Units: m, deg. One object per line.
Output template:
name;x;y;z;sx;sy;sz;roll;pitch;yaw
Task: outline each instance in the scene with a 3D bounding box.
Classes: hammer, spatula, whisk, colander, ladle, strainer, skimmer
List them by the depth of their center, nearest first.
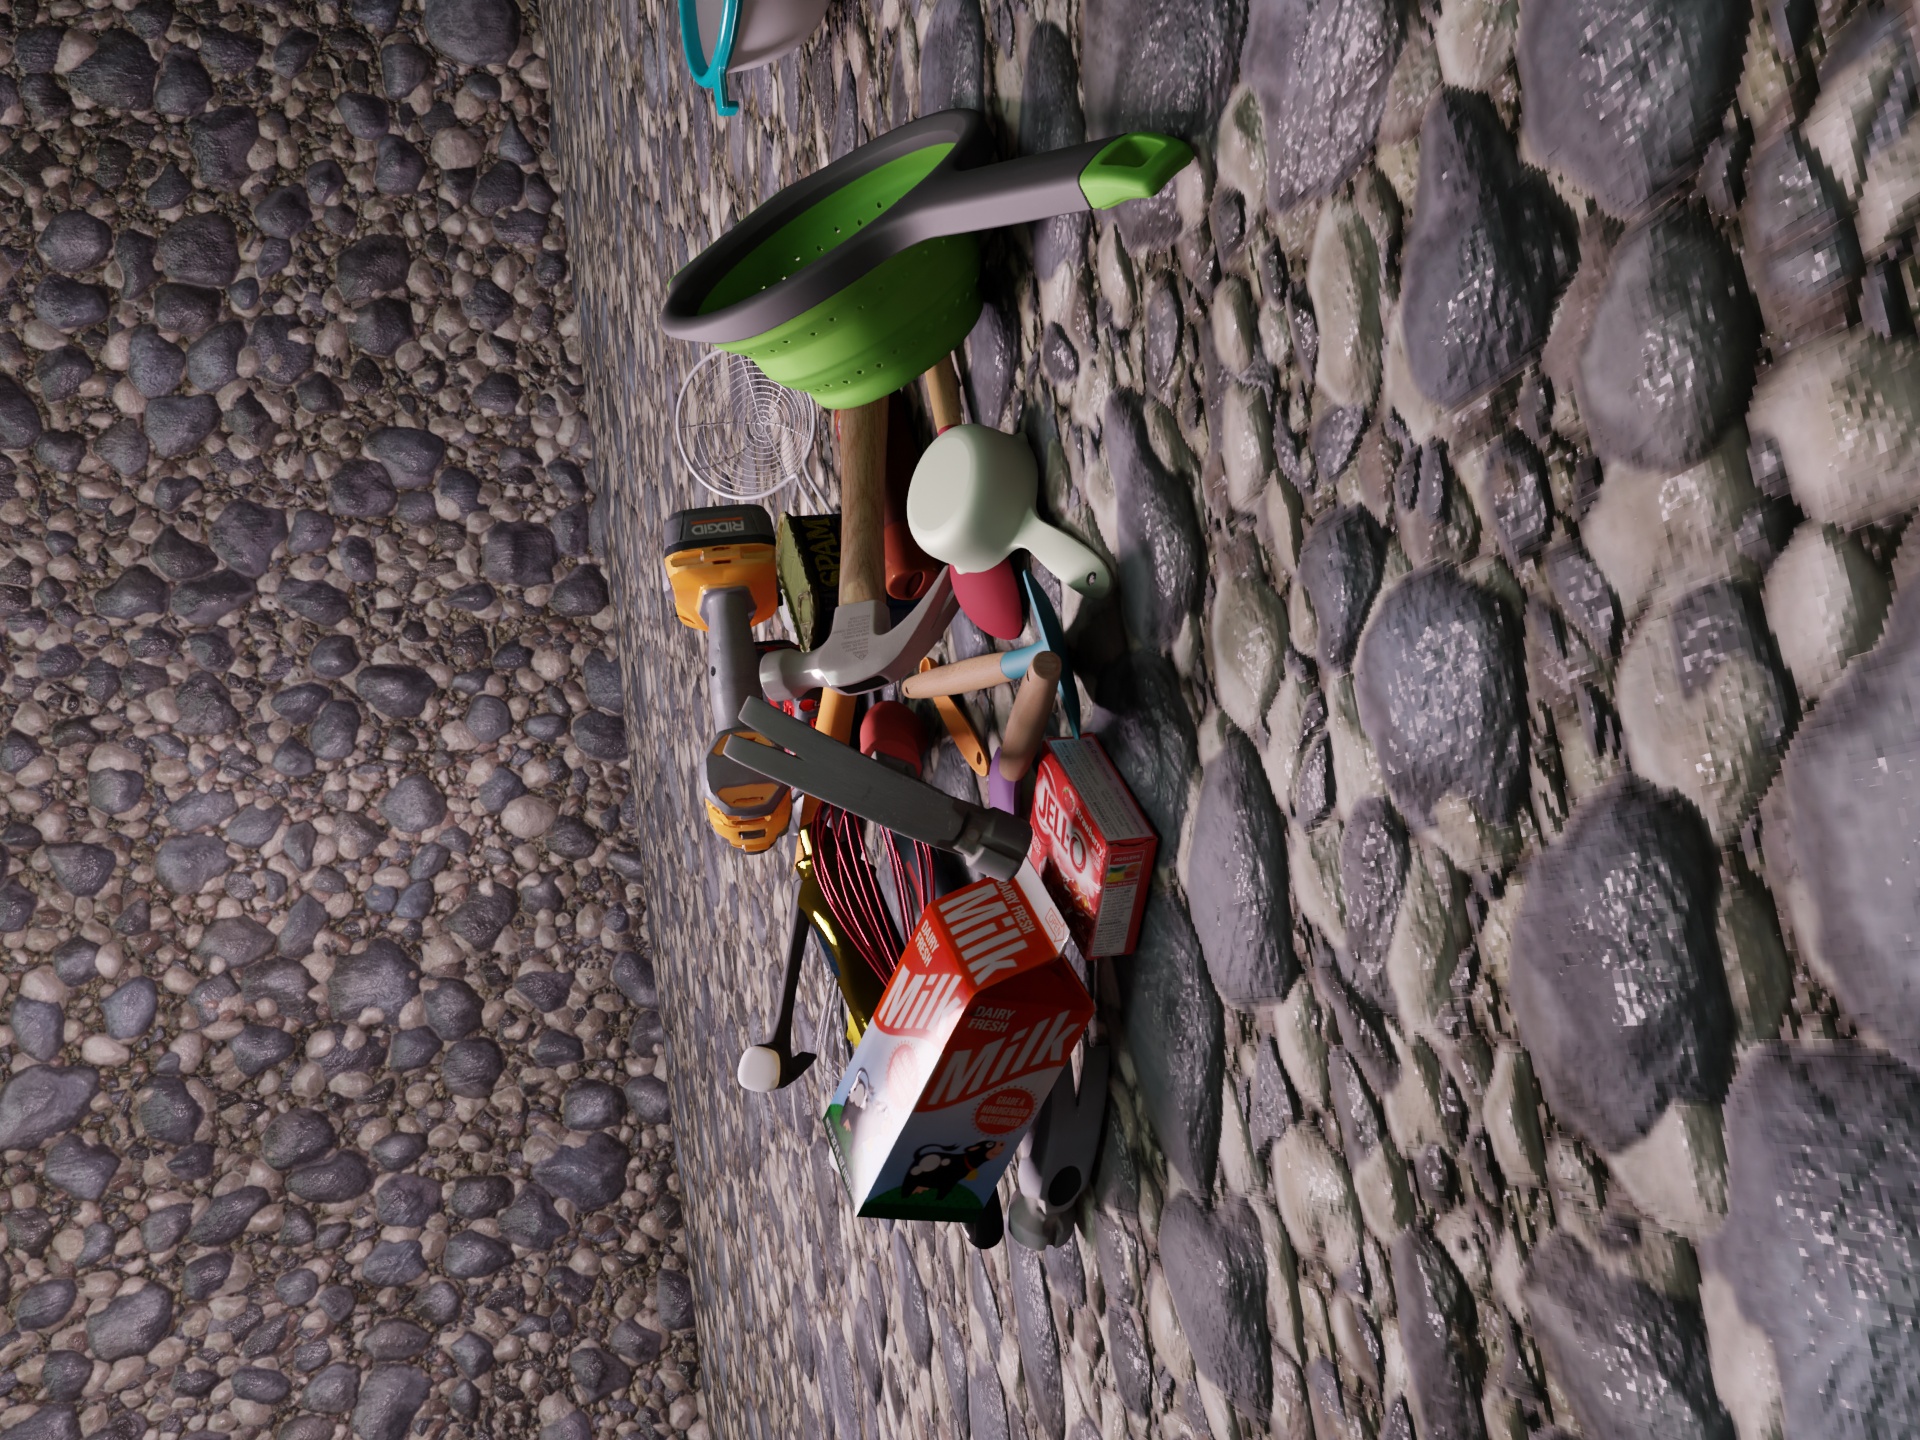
spatula;0.029;0.020;0.798;0.315;0.018;0.060;99;162;-74
colander;-0.010;-0.224;0.803;0.397;0.204;0.094;16;146;55
spatula;0.010;-0.027;0.878;0.317;0.044;0.082;-10;99;71
hammer;-0.048;0.017;0.906;0.037;0.149;0.359;-64;6;4
ladle;-0.009;-0.192;0.928;0.069;0.031;0.316;122;141;-65
whisk;-0.028;0.160;0.930;0.073;0.073;0.296;118;138;-60
hammer;-0.001;0.126;0.982;0.387;0.038;0.143;-118;29;-50
hammer;-0.058;-0.178;0.986;0.031;0.130;0.331;31;-125;-60
strainer;-0.148;-0.586;1.128;0.210;0.095;0.341;105;155;-42
whisk;-0.080;0.170;1.161;0.070;0.070;0.284;-124;27;-56
hammer;-0.109;0.101;1.185;0.127;0.034;0.337;35;-115;-82
skimmer;-0.129;-0.174;1.204;0.127;0.090;0.364;-51;38;15
hammer;-0.123;0.177;1.388;0.149;0.036;0.409;113;147;-55

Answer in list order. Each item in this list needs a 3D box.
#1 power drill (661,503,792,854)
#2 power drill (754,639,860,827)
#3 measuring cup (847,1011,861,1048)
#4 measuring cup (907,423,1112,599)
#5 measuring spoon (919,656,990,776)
power drill;-0.159;-0.017;1.135;0.185;0.084;0.226;106;156;-72
power drill;-0.138;0.018;1.325;0.220;0.078;0.143;-144;50;-63
measuring cup;-0.033;0.260;1.124;0.029;0.062;0.156;-25;83;57
measuring cup;0.022;-0.100;0.805;0.168;0.038;0.083;45;114;53
measuring spoon;-0.002;-0.003;0.994;0.117;0.011;0.021;-121;35;-47
